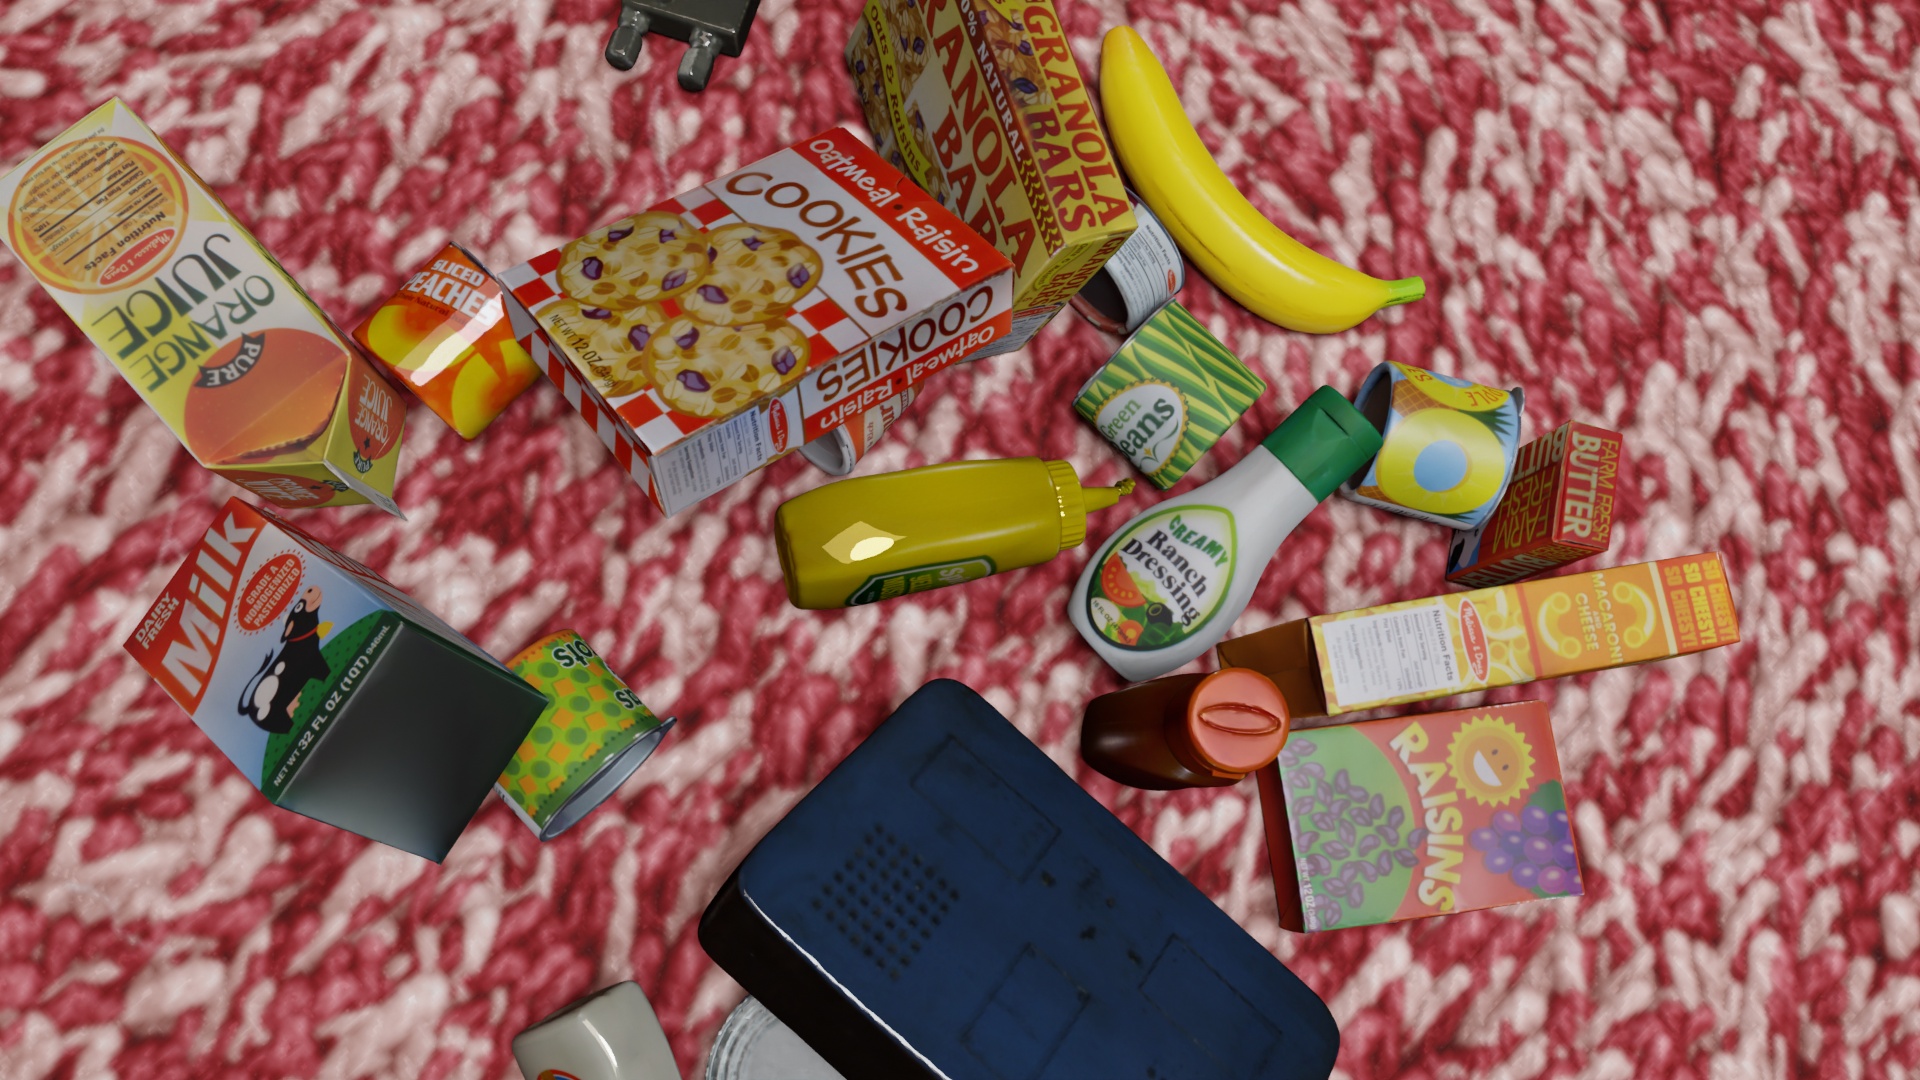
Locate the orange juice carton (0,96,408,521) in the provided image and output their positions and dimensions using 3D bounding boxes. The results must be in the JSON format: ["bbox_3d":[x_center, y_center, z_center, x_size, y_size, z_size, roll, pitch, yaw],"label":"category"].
[{"bbox_3d":[-0.306,-0.083,0.582,0.073,0.071,0.193,-43,84,-11],"label":"orange juice carton"}]

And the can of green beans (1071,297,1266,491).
[{"bbox_3d":[0.092,-0.064,0.616,0.058,0.071,0.071,44,78,4],"label":"can of green beans"}]

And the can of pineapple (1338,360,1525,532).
[{"bbox_3d":[0.209,-0.044,0.621,0.058,0.071,0.071,14,78,-1],"label":"can of pineapple"}]

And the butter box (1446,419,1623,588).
[{"bbox_3d":[0.245,-0.013,0.599,0.024,0.103,0.053,14,79,-2],"label":"butter box"}]

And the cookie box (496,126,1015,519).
[{"bbox_3d":[-0.080,-0.096,0.561,0.168,0.040,0.123,-31,57,-23],"label":"cookie box"}]

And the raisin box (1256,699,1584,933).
[{"bbox_3d":[0.196,0.119,0.600,0.123,0.040,0.086,-6,78,-5],"label":"raisin box"}]

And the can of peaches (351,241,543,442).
[{"bbox_3d":[-0.214,-0.085,0.591,0.071,0.071,0.058,42,79,4],"label":"can of peaches"}]

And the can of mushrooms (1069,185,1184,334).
[{"bbox_3d":[0.065,-0.129,0.629,0.033,0.071,0.071,-42,85,-10],"label":"can of mushrooms"}]

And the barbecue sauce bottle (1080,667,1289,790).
[{"bbox_3d":[0.089,0.075,0.544,0.065,0.148,0.044,8,79,-3],"label":"barbecue sauce bottle"}]

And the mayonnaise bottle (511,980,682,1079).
[{"bbox_3d":[-0.119,0.248,0.535,0.041,0.064,0.148,-18,79,-52],"label":"mayonnaise bottle"}]

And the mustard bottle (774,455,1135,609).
[{"bbox_3d":[0.002,-0.008,0.599,0.160,0.065,0.049,-11,75,-11],"label":"mustard bottle"}]

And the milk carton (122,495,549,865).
[{"bbox_3d":[-0.251,0.043,0.534,0.191,0.073,0.072,24,77,40],"label":"milk carton"}]

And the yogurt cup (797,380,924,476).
[{"bbox_3d":[-0.053,-0.070,0.607,0.054,0.072,0.072,-42,85,-19],"label":"yogurt cup"}]

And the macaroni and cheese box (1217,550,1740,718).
[{"bbox_3d":[0.205,0.043,0.574,0.167,0.123,0.040,-8,82,-7],"label":"macaroni and cheese box"}]

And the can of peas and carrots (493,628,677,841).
[{"bbox_3d":[-0.161,0.076,0.564,0.071,0.071,0.059,-44,84,-12],"label":"can of peas and carrots"}]

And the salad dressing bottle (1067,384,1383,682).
[{"bbox_3d":[0.113,-0.004,0.594,0.147,0.044,0.064,-44,70,7],"label":"salad dressing bottle"}]

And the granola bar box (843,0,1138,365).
[{"bbox_3d":[0.008,-0.177,0.601,0.039,0.123,0.165,-15,80,-24],"label":"granola bar box"}]
